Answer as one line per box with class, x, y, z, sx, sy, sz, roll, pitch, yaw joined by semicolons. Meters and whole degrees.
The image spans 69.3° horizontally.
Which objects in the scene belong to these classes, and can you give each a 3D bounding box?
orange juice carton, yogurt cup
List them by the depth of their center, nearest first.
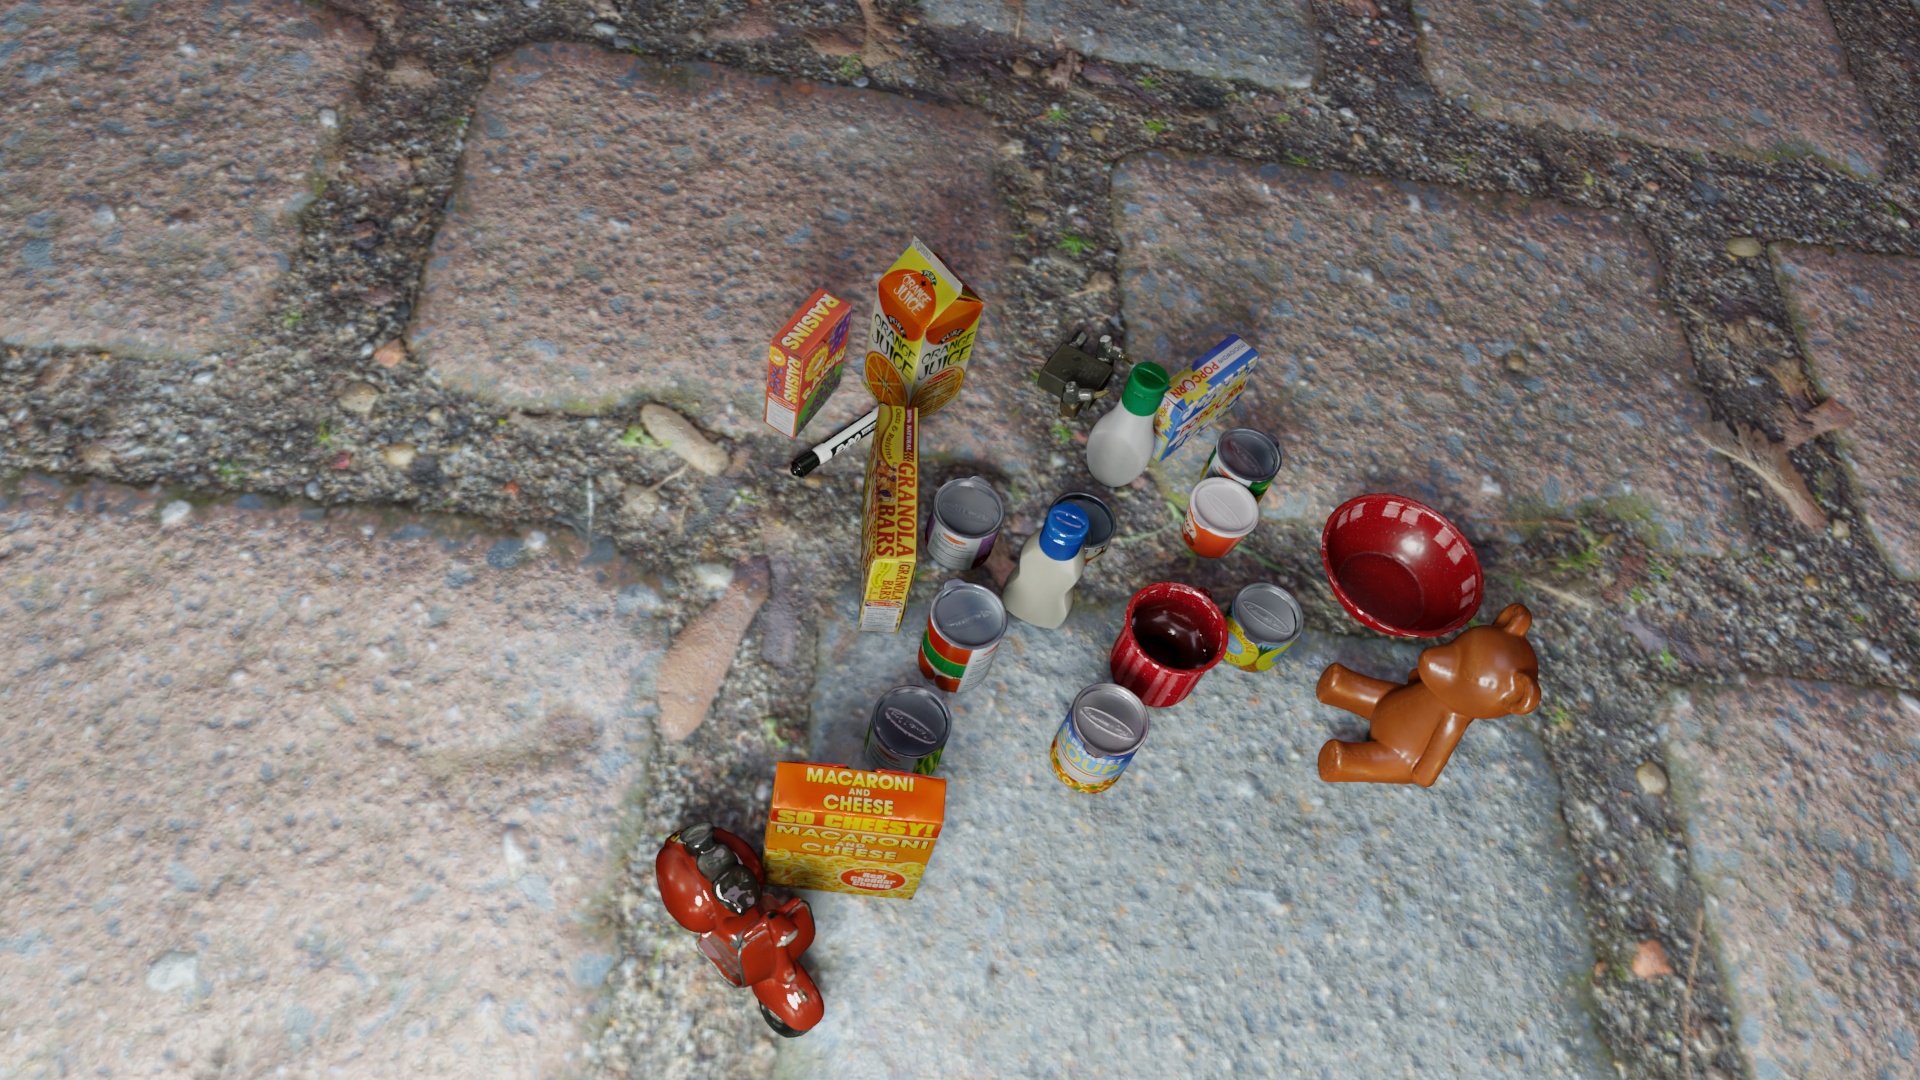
orange juice carton;-0.036;-0.199;1.317;0.073;0.191;0.072;-30;67;-27
yogurt cup;0.247;-0.019;1.339;0.072;0.053;0.073;5;56;-8

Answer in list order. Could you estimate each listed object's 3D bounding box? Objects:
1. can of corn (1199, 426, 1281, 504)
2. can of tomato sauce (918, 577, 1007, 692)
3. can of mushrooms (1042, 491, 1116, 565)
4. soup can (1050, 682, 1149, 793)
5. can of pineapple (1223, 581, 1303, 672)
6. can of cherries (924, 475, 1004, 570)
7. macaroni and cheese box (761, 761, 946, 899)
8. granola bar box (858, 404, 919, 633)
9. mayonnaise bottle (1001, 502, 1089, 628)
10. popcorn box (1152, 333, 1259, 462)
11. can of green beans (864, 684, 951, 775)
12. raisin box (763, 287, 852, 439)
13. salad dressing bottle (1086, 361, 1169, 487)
can of corn;0.279;-0.070;1.377;0.071;0.058;0.071;5;56;-8
can of tomato sauce;-0.001;0.083;1.203;0.071;0.082;0.071;5;56;-8
can of mushrooms;0.110;-0.011;1.318;0.071;0.033;0.071;5;56;-8
soup can;0.114;0.169;1.169;0.071;0.083;0.072;5;56;-8
can of pineapple;0.272;0.081;1.275;0.071;0.057;0.071;5;56;-8
can of cherries;0.005;-0.016;1.285;0.071;0.058;0.072;5;56;-8
macaroni and cheese box;-0.084;0.220;1.045;0.124;0.165;0.040;7;56;-7
granola bar box;-0.063;-0.018;1.233;0.039;0.123;0.166;5;56;-8
mayonnaise bottle;0.079;0.022;1.221;0.065;0.147;0.041;24;56;4
popcorn box;0.239;-0.144;1.402;0.127;0.084;0.038;-36;70;-29
can of green beans;-0.044;0.162;1.157;0.071;0.057;0.071;5;56;-8
raisin box;-0.145;-0.166;1.315;0.040;0.122;0.086;30;56;9
salad dressing bottle;0.162;-0.110;1.325;0.064;0.146;0.044;32;57;10
